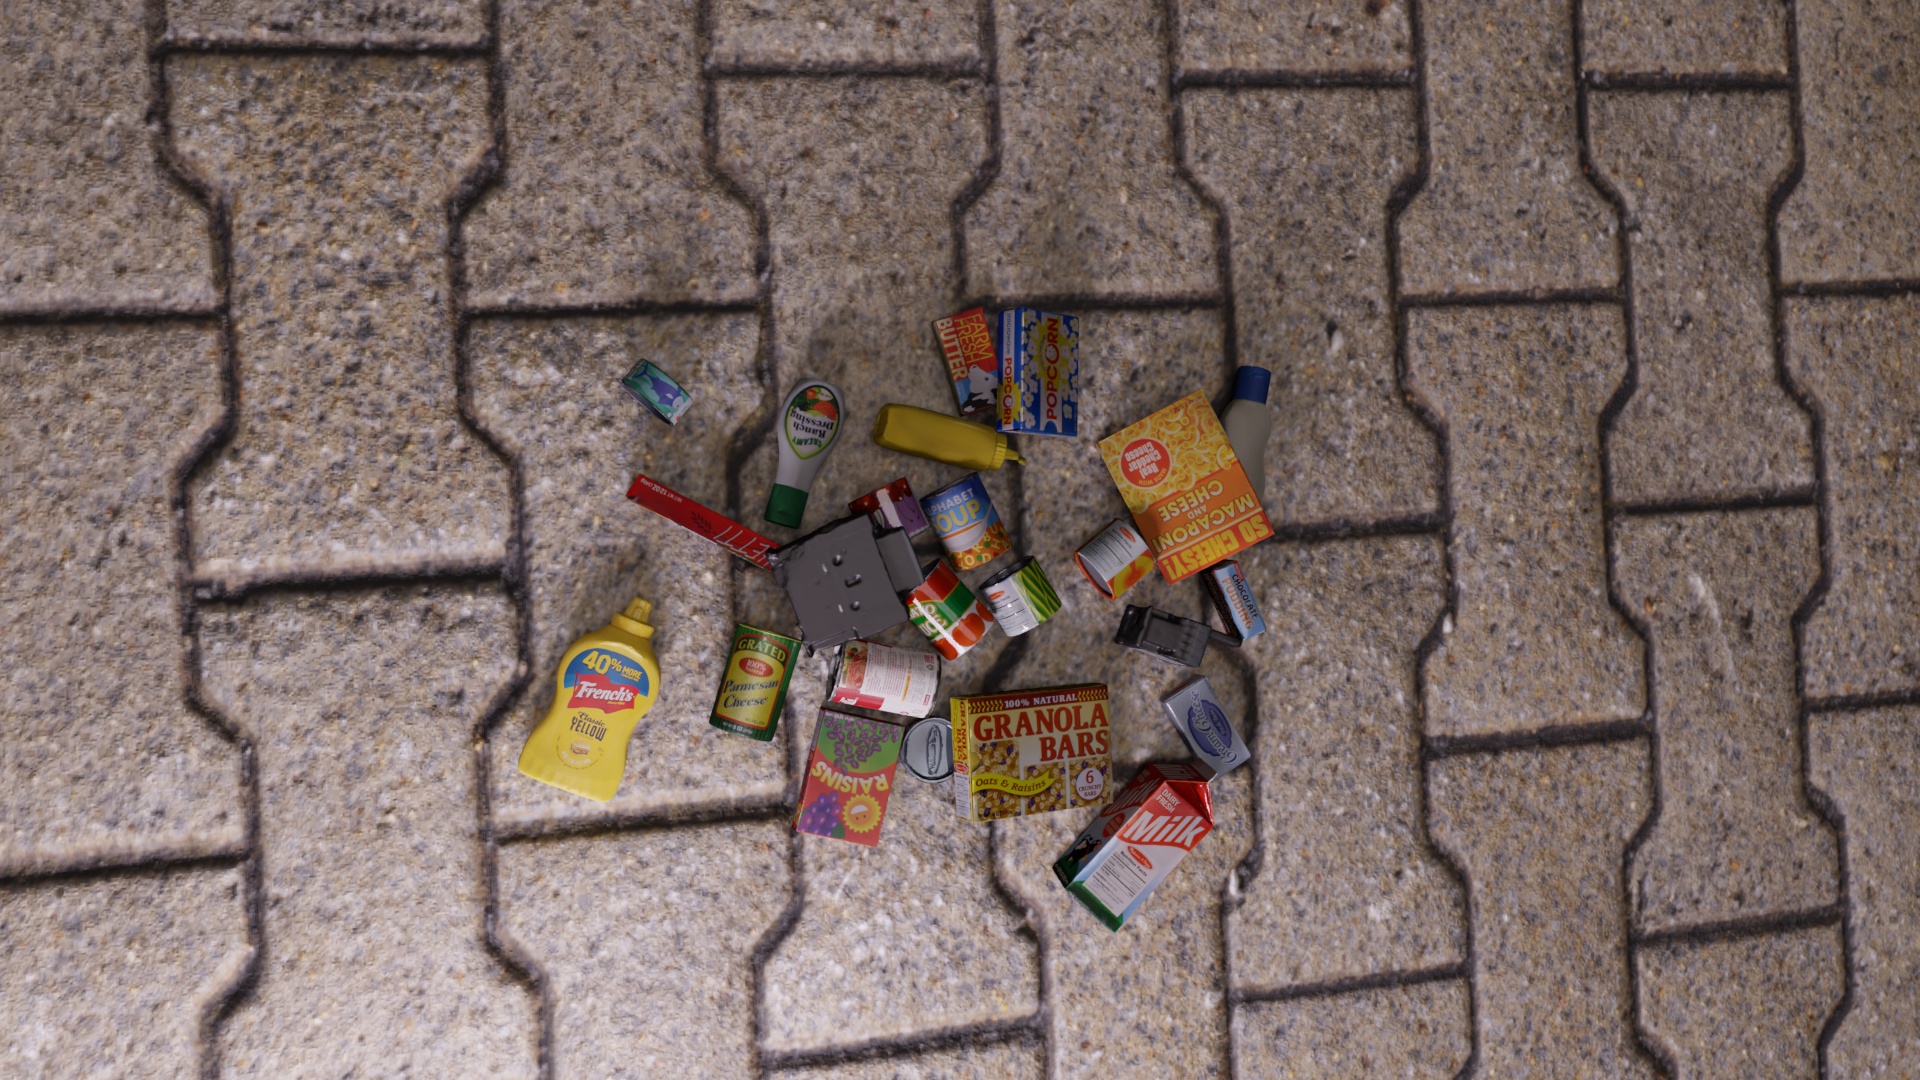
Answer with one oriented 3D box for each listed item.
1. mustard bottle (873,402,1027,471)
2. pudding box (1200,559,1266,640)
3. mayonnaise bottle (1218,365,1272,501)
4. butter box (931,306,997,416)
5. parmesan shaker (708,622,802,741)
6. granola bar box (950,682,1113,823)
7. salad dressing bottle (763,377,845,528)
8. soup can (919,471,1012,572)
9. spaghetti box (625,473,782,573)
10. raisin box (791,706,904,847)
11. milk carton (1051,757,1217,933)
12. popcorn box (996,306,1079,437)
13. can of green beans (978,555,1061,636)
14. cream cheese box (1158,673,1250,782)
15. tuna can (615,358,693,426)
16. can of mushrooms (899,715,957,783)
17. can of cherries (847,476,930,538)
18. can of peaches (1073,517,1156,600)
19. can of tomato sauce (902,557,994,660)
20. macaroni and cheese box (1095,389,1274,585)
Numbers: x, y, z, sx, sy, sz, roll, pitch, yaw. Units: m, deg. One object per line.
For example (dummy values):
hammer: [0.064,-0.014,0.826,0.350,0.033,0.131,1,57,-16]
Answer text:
mustard bottle: [-0.006,-0.101,1.407,0.160,0.065,0.049,12,88,-19]
pudding box: [0.289,0.063,1.473,0.030,0.049,0.083,-24,94,-10]
mayonnaise bottle: [0.302,-0.111,1.485,0.065,0.041,0.148,12,85,-7]
butter box: [0.010,-0.184,1.430,0.053,0.024,0.103,-18,92,-12]
parmesan shaker: [-0.197,0.139,1.354,0.071,0.071,0.103,17,85,-12]
granola bar box: [0.074,0.213,1.408,0.166,0.039,0.124,-3,89,-27]
salad dressing bottle: [-0.158,-0.086,1.380,0.064,0.044,0.147,16,86,-10]
soup can: [0.005,-0.018,1.401,0.071,0.071,0.083,-27,95,-12]
spaghetti box: [-0.209,0.004,1.364,0.250,0.050,0.029,28,85,-11]
raisin box: [-0.112,0.235,1.386,0.086,0.040,0.123,14,85,-13]
milk carton: [0.189,0.299,1.423,0.073,0.072,0.190,44,89,-8]
popcorn box: [0.080,-0.171,1.419,0.085,0.038,0.126,2,88,-44]
can of green beans: [0.061,0.057,1.414,0.071,0.071,0.057,-32,97,-11]
cream cheese box: [0.260,0.199,1.476,0.053,0.024,0.103,-32,95,-10]
tuna can: [-0.295,-0.145,1.339,0.071,0.071,0.033,40,80,-9]
can of mushrooms: [-0.027,0.211,1.408,0.071,0.033,0.071,0,88,-12]
can of cherries: [-0.073,-0.024,1.385,0.071,0.071,0.058,-26,95,-12]
can of peaches: [0.160,0.021,1.439,0.058,0.071,0.071,-39,97,-10]
can of tomato sauce: [-0.018,0.071,1.396,0.071,0.071,0.083,-44,99,-10]
macaroni and cheese box: [0.233,-0.055,1.443,0.123,0.040,0.166,-27,90,8]
